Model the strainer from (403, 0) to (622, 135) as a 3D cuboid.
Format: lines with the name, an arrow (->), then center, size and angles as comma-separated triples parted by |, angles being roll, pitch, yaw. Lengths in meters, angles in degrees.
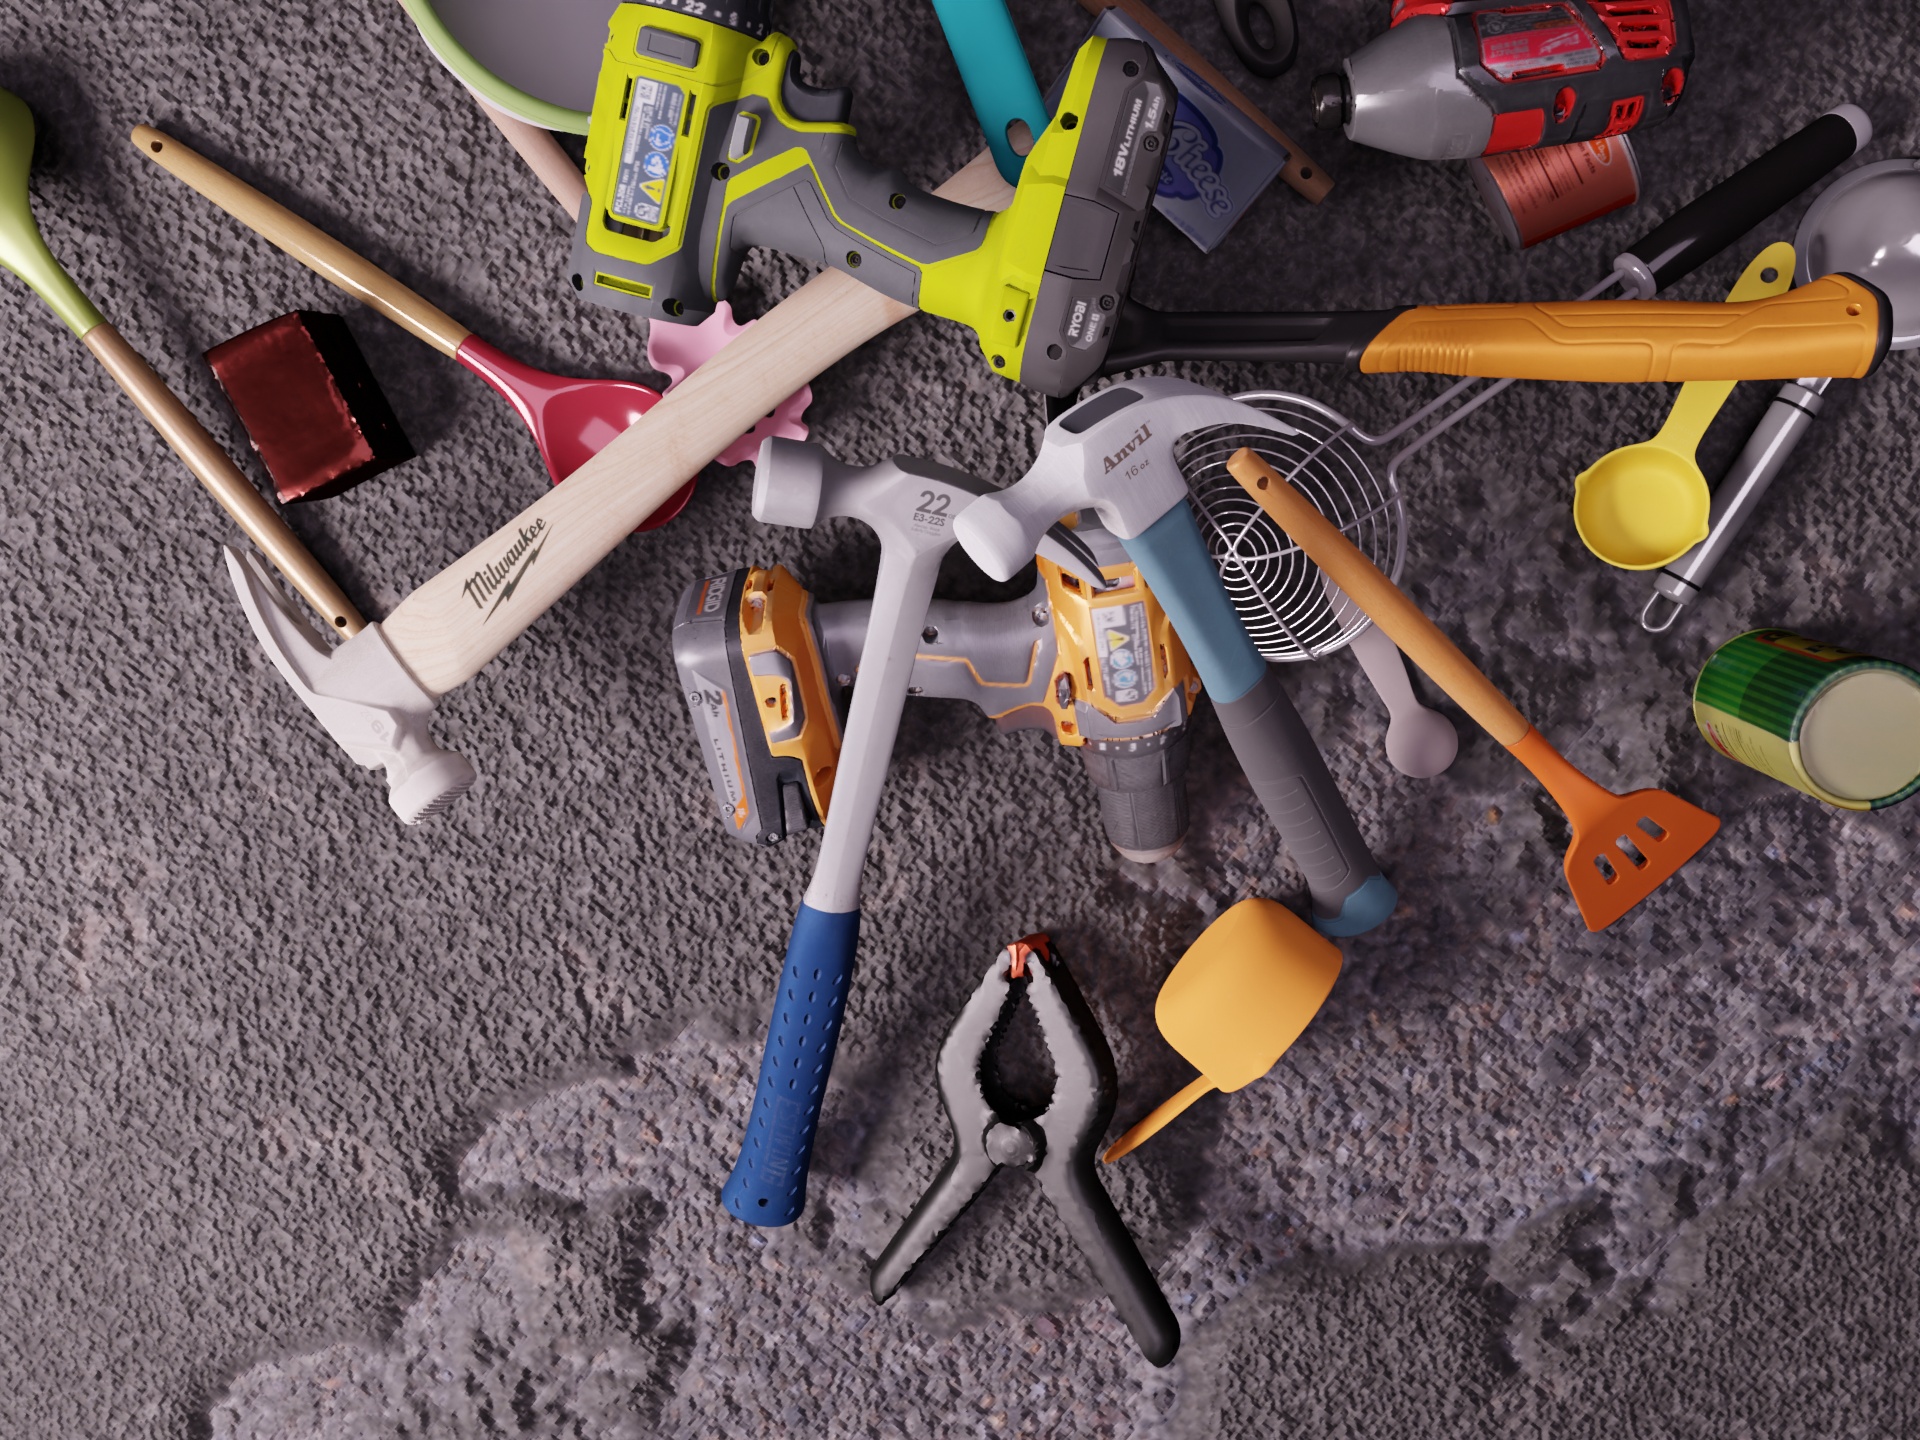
strainer -> -0.144, -0.286, 0.716 | 0.256, 0.069, 0.151 | 41, 64, -21

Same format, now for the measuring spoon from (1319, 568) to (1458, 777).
measuring spoon -> 0.203, -0.027, 0.761 | 0.034, 0.018, 0.124 | -27, 97, 8

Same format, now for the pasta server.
pasta server -> -0.179, -0.245, 0.734 | 0.060, 0.040, 0.316 | -39, 95, 0

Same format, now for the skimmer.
skimmer -> 0.247, -0.161, 0.730 | 0.363, 0.090, 0.127 | -35, 90, -2

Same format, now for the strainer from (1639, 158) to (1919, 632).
strainer -> 0.386, -0.151, 0.719 | 0.087, 0.050, 0.258 | 32, 104, 13

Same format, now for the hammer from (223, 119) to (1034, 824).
hammer -> -0.127, -0.136, 0.707 | 0.410, 0.038, 0.146 | -38, 89, -1

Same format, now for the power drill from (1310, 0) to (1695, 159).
power drill -> 0.202, -0.335, 0.644 | 0.143, 0.078, 0.220 | -8, 82, 5

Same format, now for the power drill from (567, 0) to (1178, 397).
power drill -> -0.034, -0.237, 0.636 | 0.228, 0.080, 0.190 | 16, 105, 3

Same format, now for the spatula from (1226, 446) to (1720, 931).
spatula -> 0.229, -0.012, 0.712 | 0.322, 0.041, 0.081 | 40, 103, -18

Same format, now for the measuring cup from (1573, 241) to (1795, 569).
measuring cup -> 0.334, -0.140, 0.722 | 0.062, 0.029, 0.156 | 30, 100, 22

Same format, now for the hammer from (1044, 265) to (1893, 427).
hammer -> 0.202, -0.154, 0.667 | 0.337, 0.034, 0.127 | 3, 66, 15

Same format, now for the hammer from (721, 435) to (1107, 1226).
hammer -> -0.050, 0.074, 0.715 | 0.144, 0.035, 0.405 | 8, 119, -11

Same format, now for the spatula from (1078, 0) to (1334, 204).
spatula -> 0.048, -0.343, 0.714 | 0.316, 0.018, 0.060 | 41, 99, -3

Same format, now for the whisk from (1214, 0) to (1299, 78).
whisk -> 0.083, -0.421, 0.681 | 0.073, 0.073, 0.295 | -23, 105, 7

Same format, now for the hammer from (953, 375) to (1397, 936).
hammer -> 0.121, -0.008, 0.675 | 0.128, 0.033, 0.330 | -41, 130, -6

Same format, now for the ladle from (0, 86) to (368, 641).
ladle -> -0.391, -0.166, 0.765 | 0.078, 0.062, 0.320 | -36, 103, 7

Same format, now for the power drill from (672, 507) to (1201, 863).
power drill -> -0.001, -0.002, 0.740 | 0.226, 0.084, 0.185 | -10, 119, 4

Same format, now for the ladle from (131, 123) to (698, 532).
ladle -> -0.258, -0.191, 0.755 | 0.315, 0.031, 0.069 | 34, 93, -1

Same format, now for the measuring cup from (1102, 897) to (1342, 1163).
measuring cup -> 0.109, 0.154, 0.777 | 0.052, 0.095, 0.173 | 42, 118, 1

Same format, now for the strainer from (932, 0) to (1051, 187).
strainer -> -0.025, -0.392, 0.664 | 0.211, 0.095, 0.340 | -18, 108, 17
